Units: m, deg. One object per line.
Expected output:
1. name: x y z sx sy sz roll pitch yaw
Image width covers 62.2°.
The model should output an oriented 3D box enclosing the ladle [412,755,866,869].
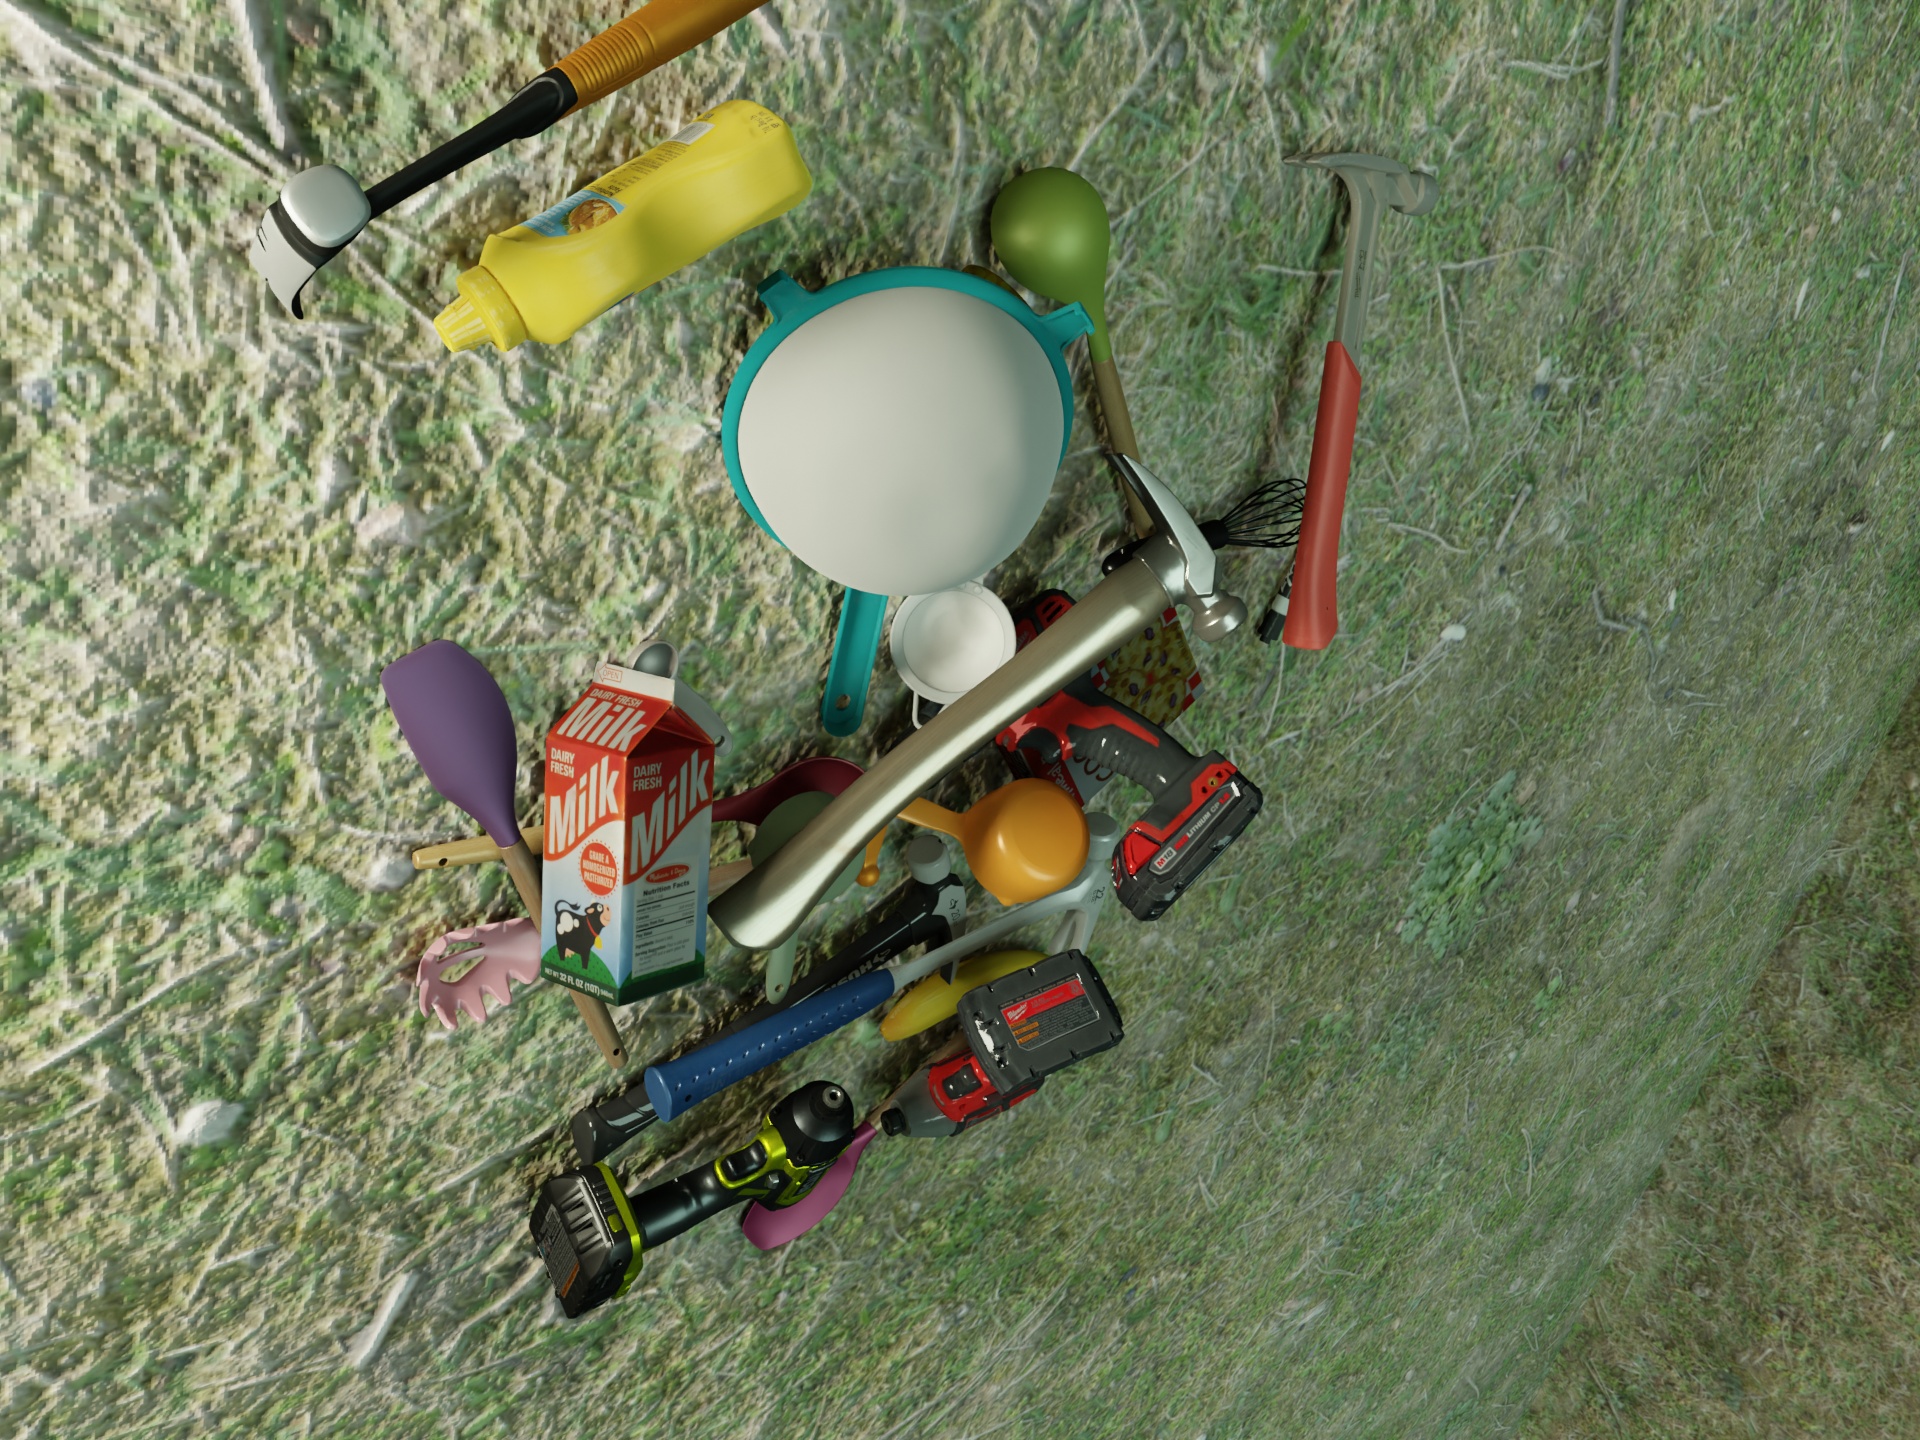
1. ladle: -0.194 0.066 1.025 0.315 0.031 0.069 -8 119 -36

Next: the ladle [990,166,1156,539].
1. ladle: 0.090 -0.231 1.072 0.078 0.062 0.319 -49 146 -17

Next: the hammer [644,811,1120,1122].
1. hammer: -0.045 0.194 1.172 0.405 0.035 0.144 -21 134 -33

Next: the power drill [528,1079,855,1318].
1. power drill: -0.185 0.333 1.145 0.223 0.080 0.171 -18 155 -33

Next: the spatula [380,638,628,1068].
1. spatula: -0.259 0.091 0.954 0.060 0.018 0.315 -32 123 -25

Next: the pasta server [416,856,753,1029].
1. pasta server: -0.207 0.124 1.044 0.316 0.040 0.060 -16 114 -35

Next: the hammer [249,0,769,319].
1. hammer: -0.182 -0.297 0.748 0.337 0.127 0.034 -43 109 -25

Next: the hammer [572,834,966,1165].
1. hammer: -0.135 0.220 1.171 0.335 0.035 0.146 -33 140 -18

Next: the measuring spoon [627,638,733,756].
1. measuring spoon: -0.175 -0.013 1.000 0.034 0.018 0.124 -49 145 -13

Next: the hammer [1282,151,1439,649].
1. hammer: 0.274 -0.230 1.179 0.149 0.037 0.359 -7 109 -40

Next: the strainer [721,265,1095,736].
1. strainer: -0.041 -0.097 0.956 0.211 0.095 0.340 2 131 -17

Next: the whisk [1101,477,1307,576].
1. whisk: 0.196 -0.140 1.205 0.239 0.055 0.055 -20 129 -35

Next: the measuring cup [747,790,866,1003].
1. measuring cup: -0.107 0.130 1.086 0.083 0.038 0.167 -5 116 -36

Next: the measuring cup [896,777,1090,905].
1. measuring cup: 0.015 0.072 1.147 0.173 0.052 0.095 21 65 -23

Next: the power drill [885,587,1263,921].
1. power drill: 0.074 0.037 1.108 0.188 0.227 0.080 -43 167 -13

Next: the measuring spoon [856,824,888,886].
1. measuring spoon: -0.057 0.073 1.162 0.021 0.011 0.116 -7 122 -39

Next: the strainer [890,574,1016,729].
1. strainer: 0.017 -0.117 1.073 0.050 0.087 0.258 -43 152 -77

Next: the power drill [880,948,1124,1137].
1. power drill: 0.025 0.266 1.239 0.143 0.079 0.219 -17 159 -29

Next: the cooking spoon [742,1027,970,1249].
1. cooking spoon: -0.055 0.321 1.330 0.319 0.017 0.068 -41 126 -12

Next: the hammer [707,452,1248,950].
1. hammer: -0.002 -0.003 1.040 0.410 0.038 0.146 -39 106 -9
